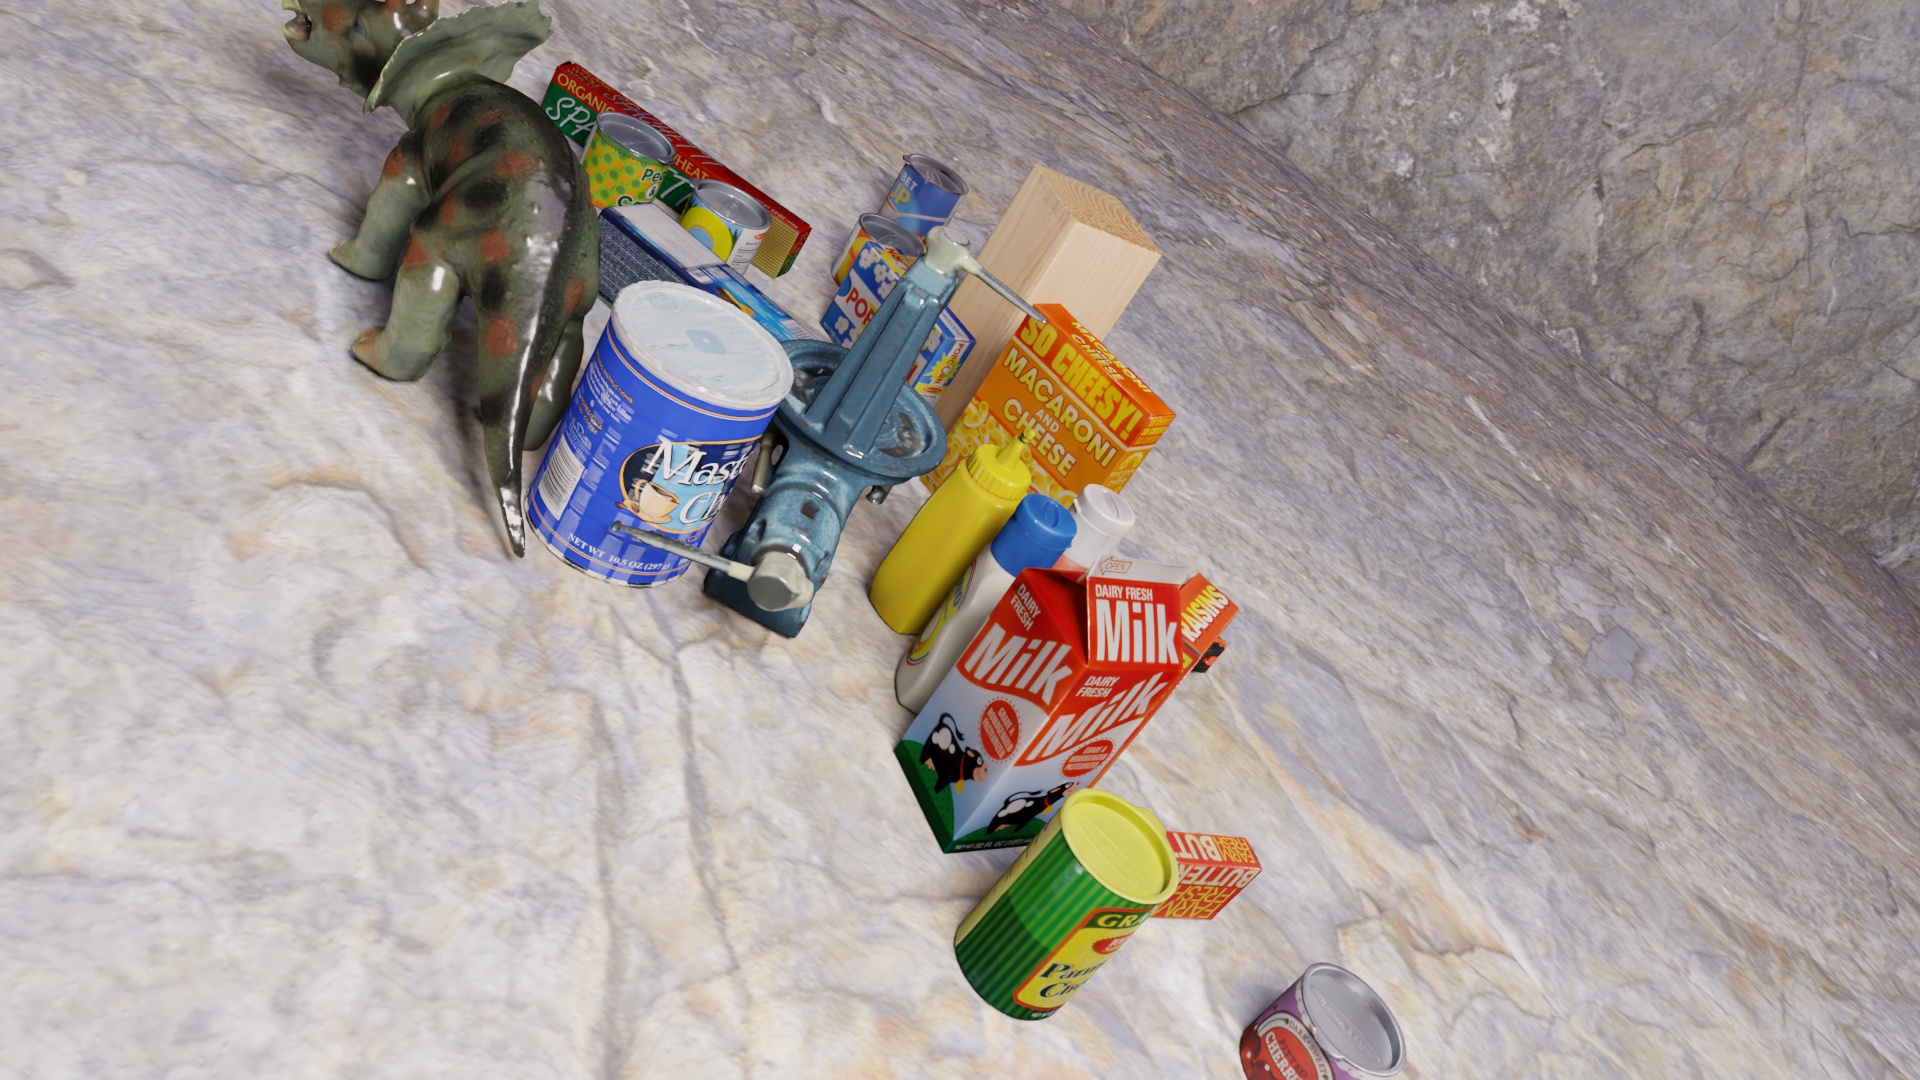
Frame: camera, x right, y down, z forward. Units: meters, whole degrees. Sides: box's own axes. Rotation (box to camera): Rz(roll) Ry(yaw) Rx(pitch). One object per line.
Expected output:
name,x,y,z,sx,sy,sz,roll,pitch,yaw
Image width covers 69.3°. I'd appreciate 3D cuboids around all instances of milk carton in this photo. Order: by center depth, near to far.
milk carton,0.048,0.078,0.740,0.072,0.189,0.074,7,39,-40

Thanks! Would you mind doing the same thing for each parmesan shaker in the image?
parmesan shaker,0.052,0.180,0.684,0.071,0.102,0.072,25,30,-16

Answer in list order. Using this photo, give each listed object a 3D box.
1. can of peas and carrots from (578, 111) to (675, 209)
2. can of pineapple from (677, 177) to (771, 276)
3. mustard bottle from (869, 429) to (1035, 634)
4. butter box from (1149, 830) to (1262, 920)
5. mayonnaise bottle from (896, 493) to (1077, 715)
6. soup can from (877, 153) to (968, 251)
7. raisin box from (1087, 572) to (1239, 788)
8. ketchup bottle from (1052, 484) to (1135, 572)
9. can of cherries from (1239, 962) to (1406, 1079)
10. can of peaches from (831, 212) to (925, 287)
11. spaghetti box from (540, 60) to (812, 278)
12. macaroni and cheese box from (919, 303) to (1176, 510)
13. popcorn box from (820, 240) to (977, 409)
can of peas and carrots,-0.268,-0.299,1.111,0.071,0.058,0.071,25,31,-16
can of pineapple,-0.194,-0.247,1.110,0.071,0.057,0.071,25,31,-16
mustard bottle,0.003,-0.011,0.856,0.065,0.159,0.049,-9,51,-51
butter box,0.116,0.189,0.785,0.103,0.053,0.024,12,36,-34
mayonnaise bottle,0.014,0.037,0.809,0.041,0.147,0.065,29,30,-11
soup can,-0.043,-0.322,1.344,0.071,0.083,0.072,25,30,-16
raisin box,0.113,0.086,0.862,0.040,0.122,0.086,41,30,11
ketchup bottle,0.051,0.031,0.855,0.043,0.148,0.065,20,32,-25
can of cherries,0.189,0.269,0.735,0.071,0.058,0.072,25,31,-16
can of peaches,-0.071,-0.246,1.231,0.071,0.057,0.071,25,31,-16
spaghetti box,-0.241,-0.311,1.165,0.250,0.050,0.029,35,29,1
macaroni and cheese box,0.058,-0.066,0.986,0.124,0.165,0.040,48,32,22
popcorn box,-0.051,-0.166,1.105,0.038,0.085,0.127,0,44,-45
